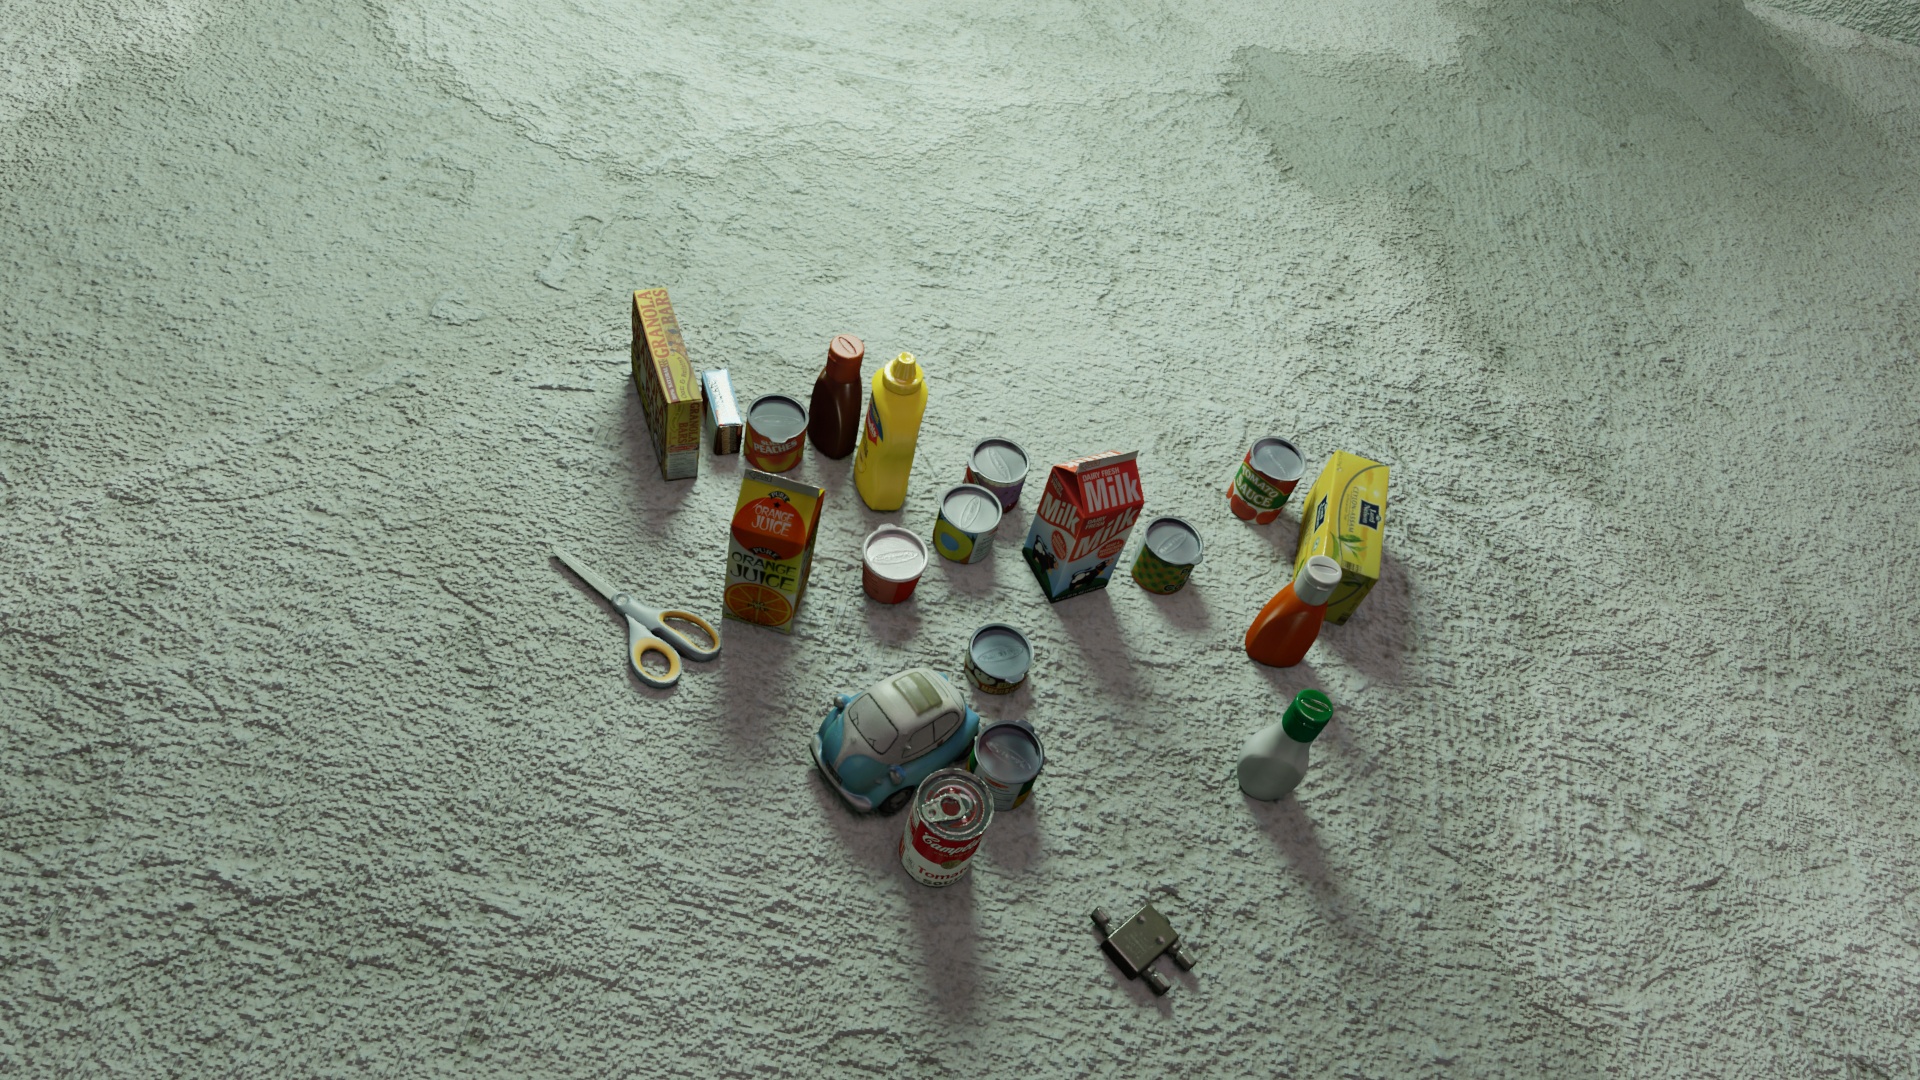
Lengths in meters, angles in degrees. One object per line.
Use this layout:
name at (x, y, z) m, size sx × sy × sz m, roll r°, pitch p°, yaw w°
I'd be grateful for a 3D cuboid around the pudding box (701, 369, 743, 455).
pudding box at (-0.260, -0.140, 1.506) m, size 0.030 × 0.049 × 0.084 m, roll -8°, pitch 55°, yaw -19°

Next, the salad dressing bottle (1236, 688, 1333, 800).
salad dressing bottle at (0.309, 0.194, 1.321) m, size 0.064 × 0.146 × 0.044 m, roll 21°, pitch 51°, yaw 3°

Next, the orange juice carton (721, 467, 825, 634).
orange juice carton at (-0.178, 0.001, 1.323) m, size 0.072 × 0.191 × 0.073 m, roll 16°, pitch 51°, yaw -1°

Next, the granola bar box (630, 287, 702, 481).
granola bar box at (-0.312, -0.164, 1.464) m, size 0.039 × 0.123 × 0.166 m, roll -10°, pitch 56°, yaw -21°

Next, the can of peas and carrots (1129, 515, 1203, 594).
can of peas and carrots at (0.223, 0.017, 1.496) m, size 0.071 × 0.058 × 0.071 m, roll 7°, pitch 51°, yaw -9°

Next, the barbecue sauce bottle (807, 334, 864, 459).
barbecue sauce bottle at (-0.131, -0.156, 1.487) m, size 0.044 × 0.147 × 0.065 m, roll -26°, pitch 63°, yaw -30°

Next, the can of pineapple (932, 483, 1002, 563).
can of pineapple at (0.005, -0.018, 1.471) m, size 0.071 × 0.057 × 0.071 m, roll 7°, pitch 51°, yaw -9°

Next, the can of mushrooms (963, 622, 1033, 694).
can of mushrooms at (0.038, 0.120, 1.385) m, size 0.071 × 0.033 × 0.071 m, roll 7°, pitch 51°, yaw -9°

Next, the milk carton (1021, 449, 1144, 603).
milk carton at (0.128, -0.025, 1.420) m, size 0.072 × 0.189 × 0.074 m, roll -14°, pitch 57°, yaw -23°

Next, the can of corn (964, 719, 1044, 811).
can of corn at (0.041, 0.210, 1.300) m, size 0.071 × 0.058 × 0.071 m, roll 7°, pitch 51°, yaw -9°

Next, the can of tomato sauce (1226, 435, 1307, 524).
can of tomato sauce at (0.345, -0.067, 1.577) m, size 0.071 × 0.082 × 0.071 m, roll 7°, pitch 51°, yaw -9°

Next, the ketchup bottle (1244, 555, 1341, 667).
ketchup bottle at (0.345, 0.073, 1.424) m, size 0.065 × 0.148 × 0.044 m, roll 11°, pitch 51°, yaw -5°

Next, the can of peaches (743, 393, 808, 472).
can of peaches at (-0.199, -0.114, 1.494) m, size 0.071 × 0.057 × 0.071 m, roll 7°, pitch 51°, yaw -9°

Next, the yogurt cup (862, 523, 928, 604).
yogurt cup at (-0.070, 0.028, 1.418) m, size 0.072 × 0.053 × 0.073 m, roll 7°, pitch 51°, yaw -9°

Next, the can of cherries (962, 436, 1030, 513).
can of cherries at (0.035, -0.070, 1.519) m, size 0.071 × 0.058 × 0.072 m, roll 7°, pitch 51°, yaw -9°
